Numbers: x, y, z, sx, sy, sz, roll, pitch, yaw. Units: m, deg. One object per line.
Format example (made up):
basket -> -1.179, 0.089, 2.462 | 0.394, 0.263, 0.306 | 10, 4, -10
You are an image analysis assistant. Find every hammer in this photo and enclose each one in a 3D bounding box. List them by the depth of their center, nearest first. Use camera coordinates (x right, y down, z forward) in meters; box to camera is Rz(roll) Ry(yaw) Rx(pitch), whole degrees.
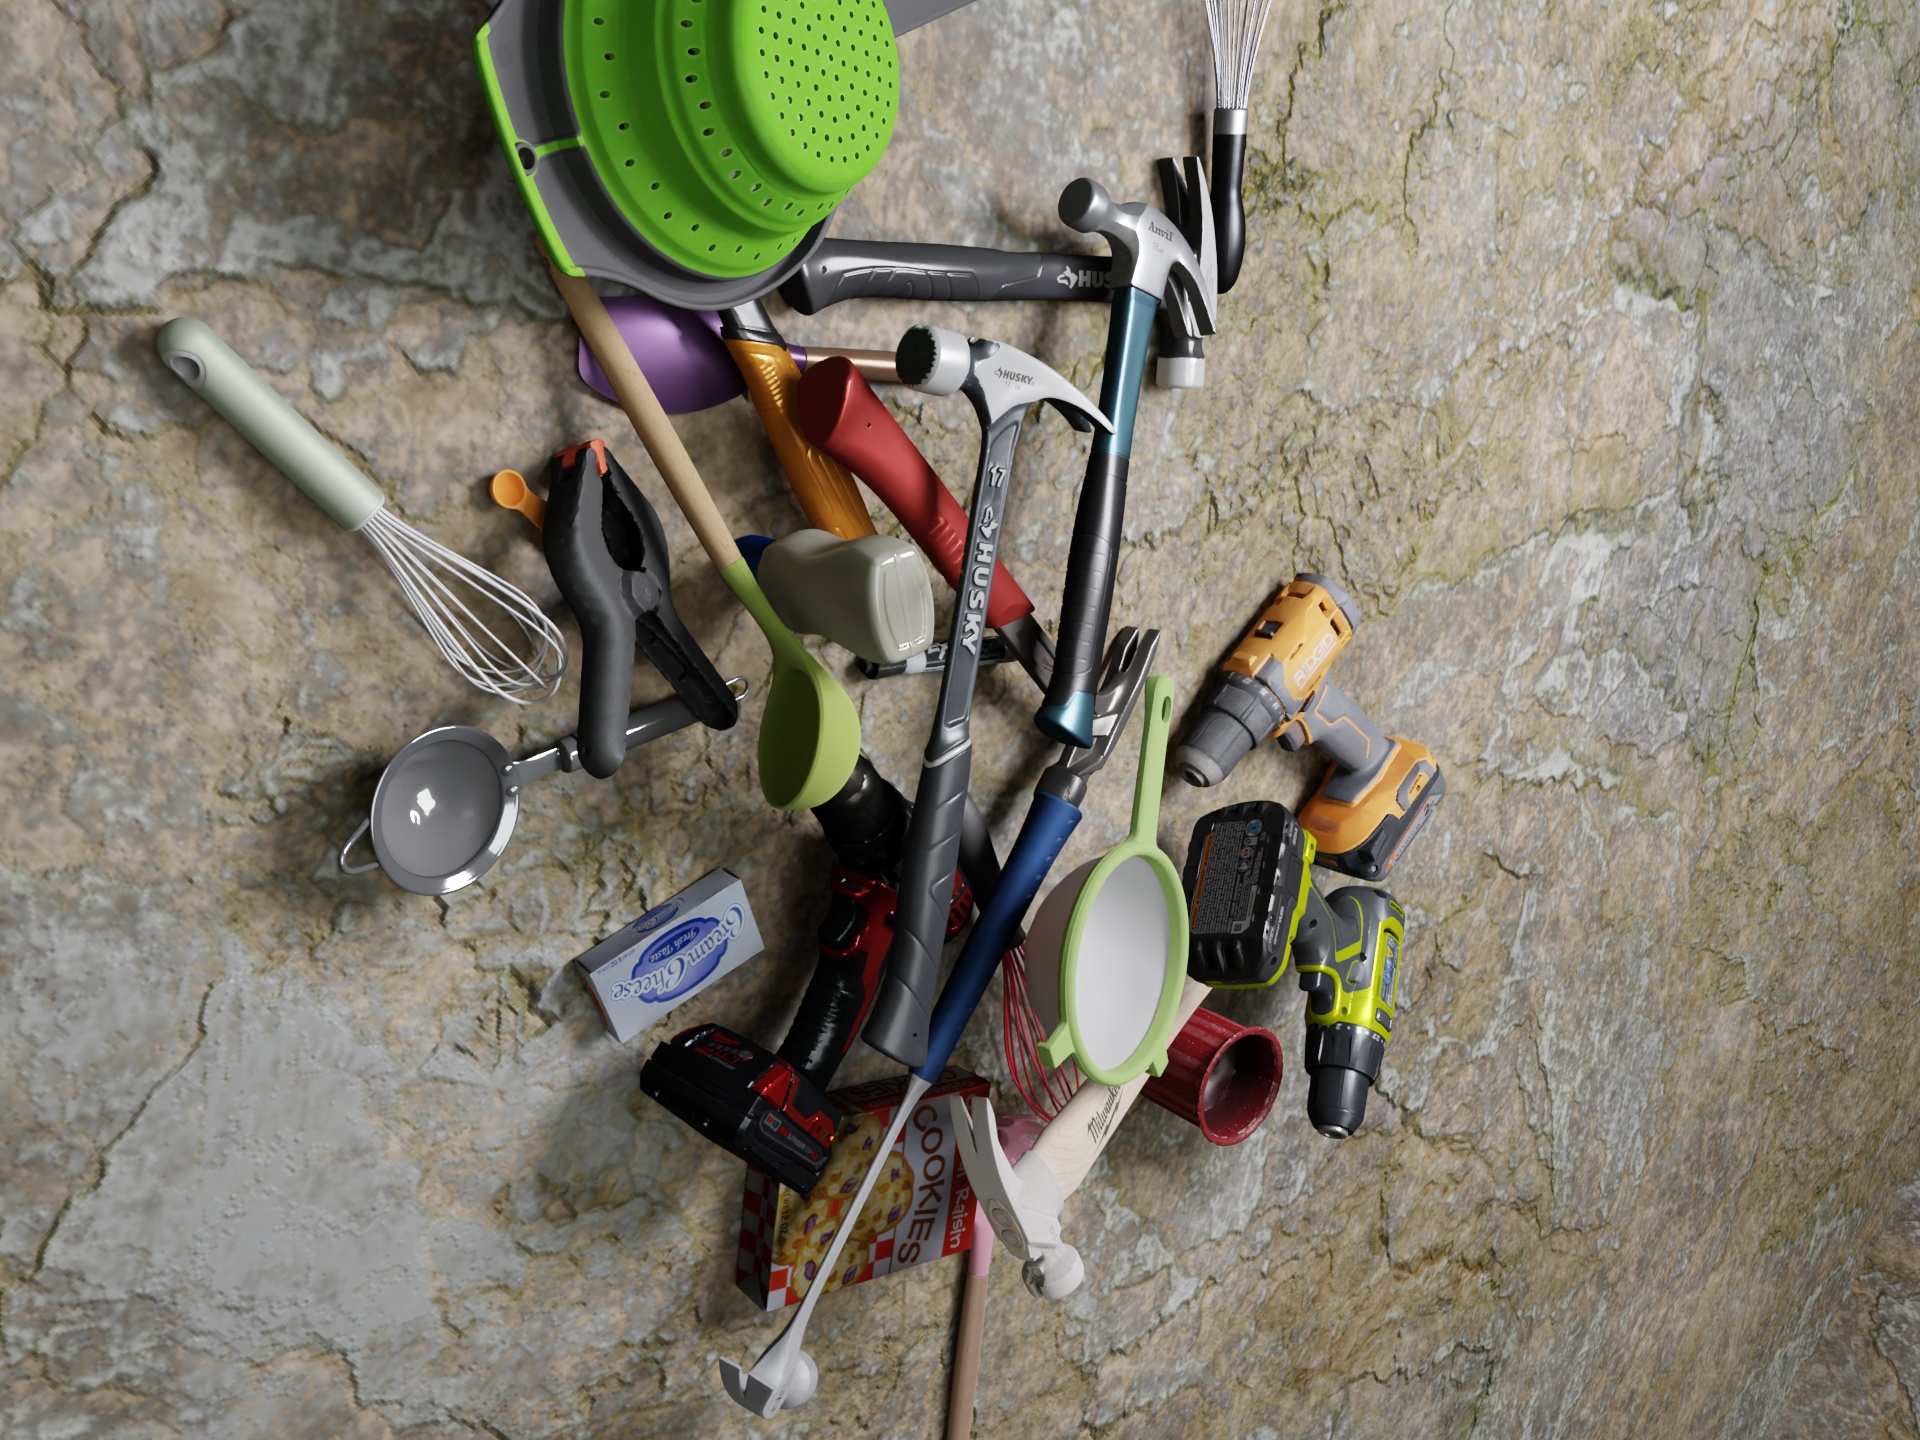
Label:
hammer -> -0.105, -0.178, 0.847 | 0.127, 0.034, 0.336 | -46, 130, -25
hammer -> -0.001, -0.003, 0.891 | 0.149, 0.036, 0.409 | 3, 100, -44
hammer -> 0.017, -0.091, 0.954 | 0.358, 0.037, 0.149 | 49, 60, -45
hammer -> 0.032, -0.274, 0.959 | 0.334, 0.035, 0.146 | -10, 109, -37
hammer -> -0.029, 0.226, 0.965 | 0.405, 0.035, 0.144 | -62, 165, -13
hammer -> 0.088, -0.148, 0.973 | 0.128, 0.033, 0.331 | 10, 89, -43
hammer -> 0.136, 0.203, 1.110 | 0.411, 0.038, 0.146 | -40, 113, -44

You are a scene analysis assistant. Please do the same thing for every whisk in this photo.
whisk -> -0.276, -0.094, 0.753 | 0.246, 0.058, 0.059 | 49, 36, -34
whisk -> 0.177, -0.420, 1.024 | 0.070, 0.070, 0.284 | -17, 117, -35
whisk -> 0.040, 0.164, 1.075 | 0.073, 0.073, 0.295 | -35, 117, -27

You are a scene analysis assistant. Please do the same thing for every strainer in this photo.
strainer -> -0.214, 0.021, 0.836 | 0.258, 0.050, 0.086 | -24, 119, -39
strainer -> 0.088, 0.096, 1.000 | 0.151, 0.069, 0.256 | 21, 75, -54

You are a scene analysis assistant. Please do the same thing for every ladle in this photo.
ladle -> -0.141, -0.098, 0.816 | 0.062, 0.078, 0.320 | -35, 105, -27

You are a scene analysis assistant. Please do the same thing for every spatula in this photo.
spatula -> -0.070, -0.201, 0.906 | 0.315, 0.018, 0.059 | -6, 108, -37

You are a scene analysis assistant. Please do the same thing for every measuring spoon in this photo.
measuring spoon -> -0.202, -0.093, 0.834 | 0.116, 0.011, 0.021 | 40, 60, -42

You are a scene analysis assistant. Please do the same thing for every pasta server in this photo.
pasta server -> 0.014, 0.422, 1.138 | 0.060, 0.040, 0.316 | -4, 106, -41

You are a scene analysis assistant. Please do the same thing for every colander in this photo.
colander -> -0.051, -0.338, 0.774 | 0.397, 0.094, 0.204 | -45, 129, -40

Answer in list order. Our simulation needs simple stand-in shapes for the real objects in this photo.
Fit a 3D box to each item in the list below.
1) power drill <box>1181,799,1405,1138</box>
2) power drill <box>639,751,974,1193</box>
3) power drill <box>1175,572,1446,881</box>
power drill -> 0.248, 0.180, 1.156 | 0.228, 0.080, 0.191 | 41, 53, -38
power drill -> -0.085, 0.138, 0.921 | 0.227, 0.080, 0.187 | -58, 147, -20
power drill -> 0.263, 0.027, 1.208 | 0.185, 0.084, 0.226 | -49, 123, -18
